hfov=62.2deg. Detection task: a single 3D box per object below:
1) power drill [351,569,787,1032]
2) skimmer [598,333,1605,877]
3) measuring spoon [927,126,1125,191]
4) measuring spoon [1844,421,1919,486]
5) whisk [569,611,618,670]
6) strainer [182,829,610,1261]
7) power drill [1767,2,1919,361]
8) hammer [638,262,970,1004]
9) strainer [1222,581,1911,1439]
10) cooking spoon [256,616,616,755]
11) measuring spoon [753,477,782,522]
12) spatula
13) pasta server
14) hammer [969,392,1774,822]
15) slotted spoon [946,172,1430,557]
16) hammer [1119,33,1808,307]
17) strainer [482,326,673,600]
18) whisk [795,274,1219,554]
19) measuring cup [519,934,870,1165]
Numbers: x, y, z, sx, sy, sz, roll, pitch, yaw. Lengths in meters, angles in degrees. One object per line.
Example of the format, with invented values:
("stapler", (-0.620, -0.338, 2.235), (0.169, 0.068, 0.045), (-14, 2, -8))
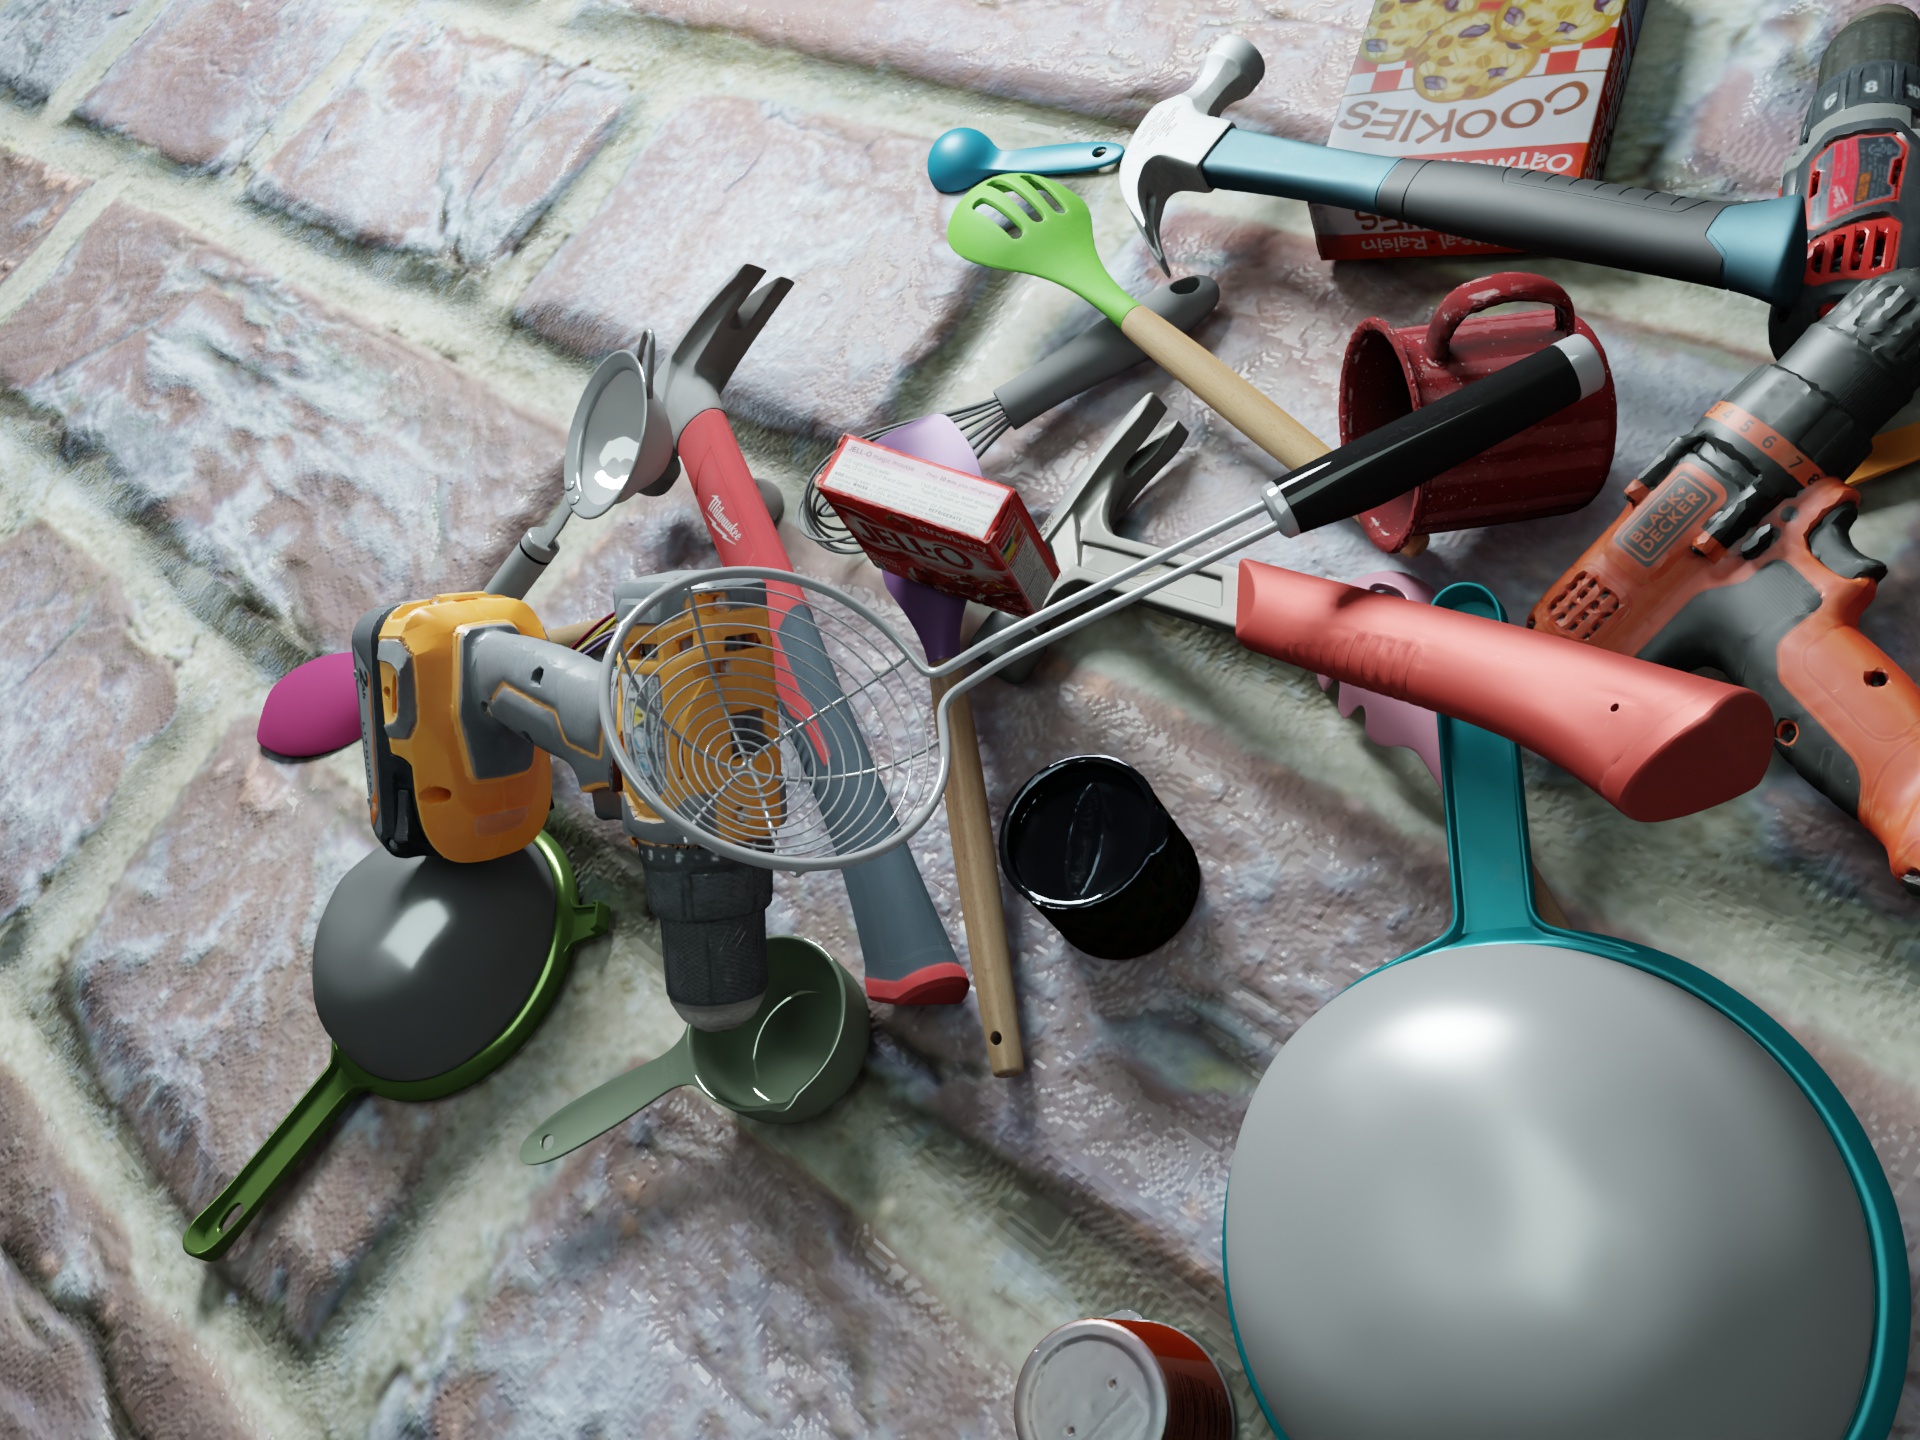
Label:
("power drill", (-0.164, 0.029, 0.687), (0.226, 0.084, 0.185), (3, 100, 38))
("skimmer", (0.054, -0.058, 0.553), (0.363, 0.090, 0.127), (-26, 65, 5))
("measuring spoon", (0.033, -0.322, 0.897), (0.129, 0.021, 0.042), (10, 67, 33))
("measuring spoon", (0.358, -0.101, 0.602), (0.117, 0.011, 0.021), (-21, 38, 19))
("whisk", (-0.200, -0.023, 0.798), (0.245, 0.047, 0.051), (-13, 26, 41))
("strainer", (-0.297, 0.144, 0.763), (0.152, 0.069, 0.256), (30, 77, 37))
("power drill", (0.428, -0.213, 0.591), (0.227, 0.080, 0.188), (2, 58, 33))
("hammer", (-0.071, -0.044, 0.740), (0.143, 0.038, 0.387), (-47, 52, 30))
("strainer", (0.164, 0.096, 0.504), (0.211, 0.095, 0.341), (-12, 64, 31))
("cooking spoon", (-0.276, -0.031, 0.889), (0.319, 0.017, 0.069), (-11, 59, 23))
("measuring spoon", (-0.116, -0.078, 0.833), (0.034, 0.018, 0.124), (-10, 59, 23))
("spatula", (-0.001, -0.002, 0.693), (0.060, 0.018, 0.316), (-19, 63, 22))
("pasta server", (0.204, 0.063, 0.576), (0.060, 0.040, 0.317), (-27, 57, 11))
("hammer", (0.136, -0.044, 0.595), (0.149, 0.036, 0.359), (-54, 32, -6))
("slotted spoon", (0.099, -0.175, 0.741), (0.070, 0.031, 0.314), (-35, 61, -16))
("hammer", (0.200, -0.228, 0.684), (0.331, 0.033, 0.128), (30, 77, 42))
("strainer", (-0.212, -0.097, 0.824), (0.258, 0.050, 0.087), (-45, 48, 25))
("whisk", (0.024, -0.154, 0.788), (0.239, 0.055, 0.055), (-30, 52, 3))
("measuring cup", (-0.112, 0.154, 0.681), (0.167, 0.038, 0.083), (-30, 52, 12))
